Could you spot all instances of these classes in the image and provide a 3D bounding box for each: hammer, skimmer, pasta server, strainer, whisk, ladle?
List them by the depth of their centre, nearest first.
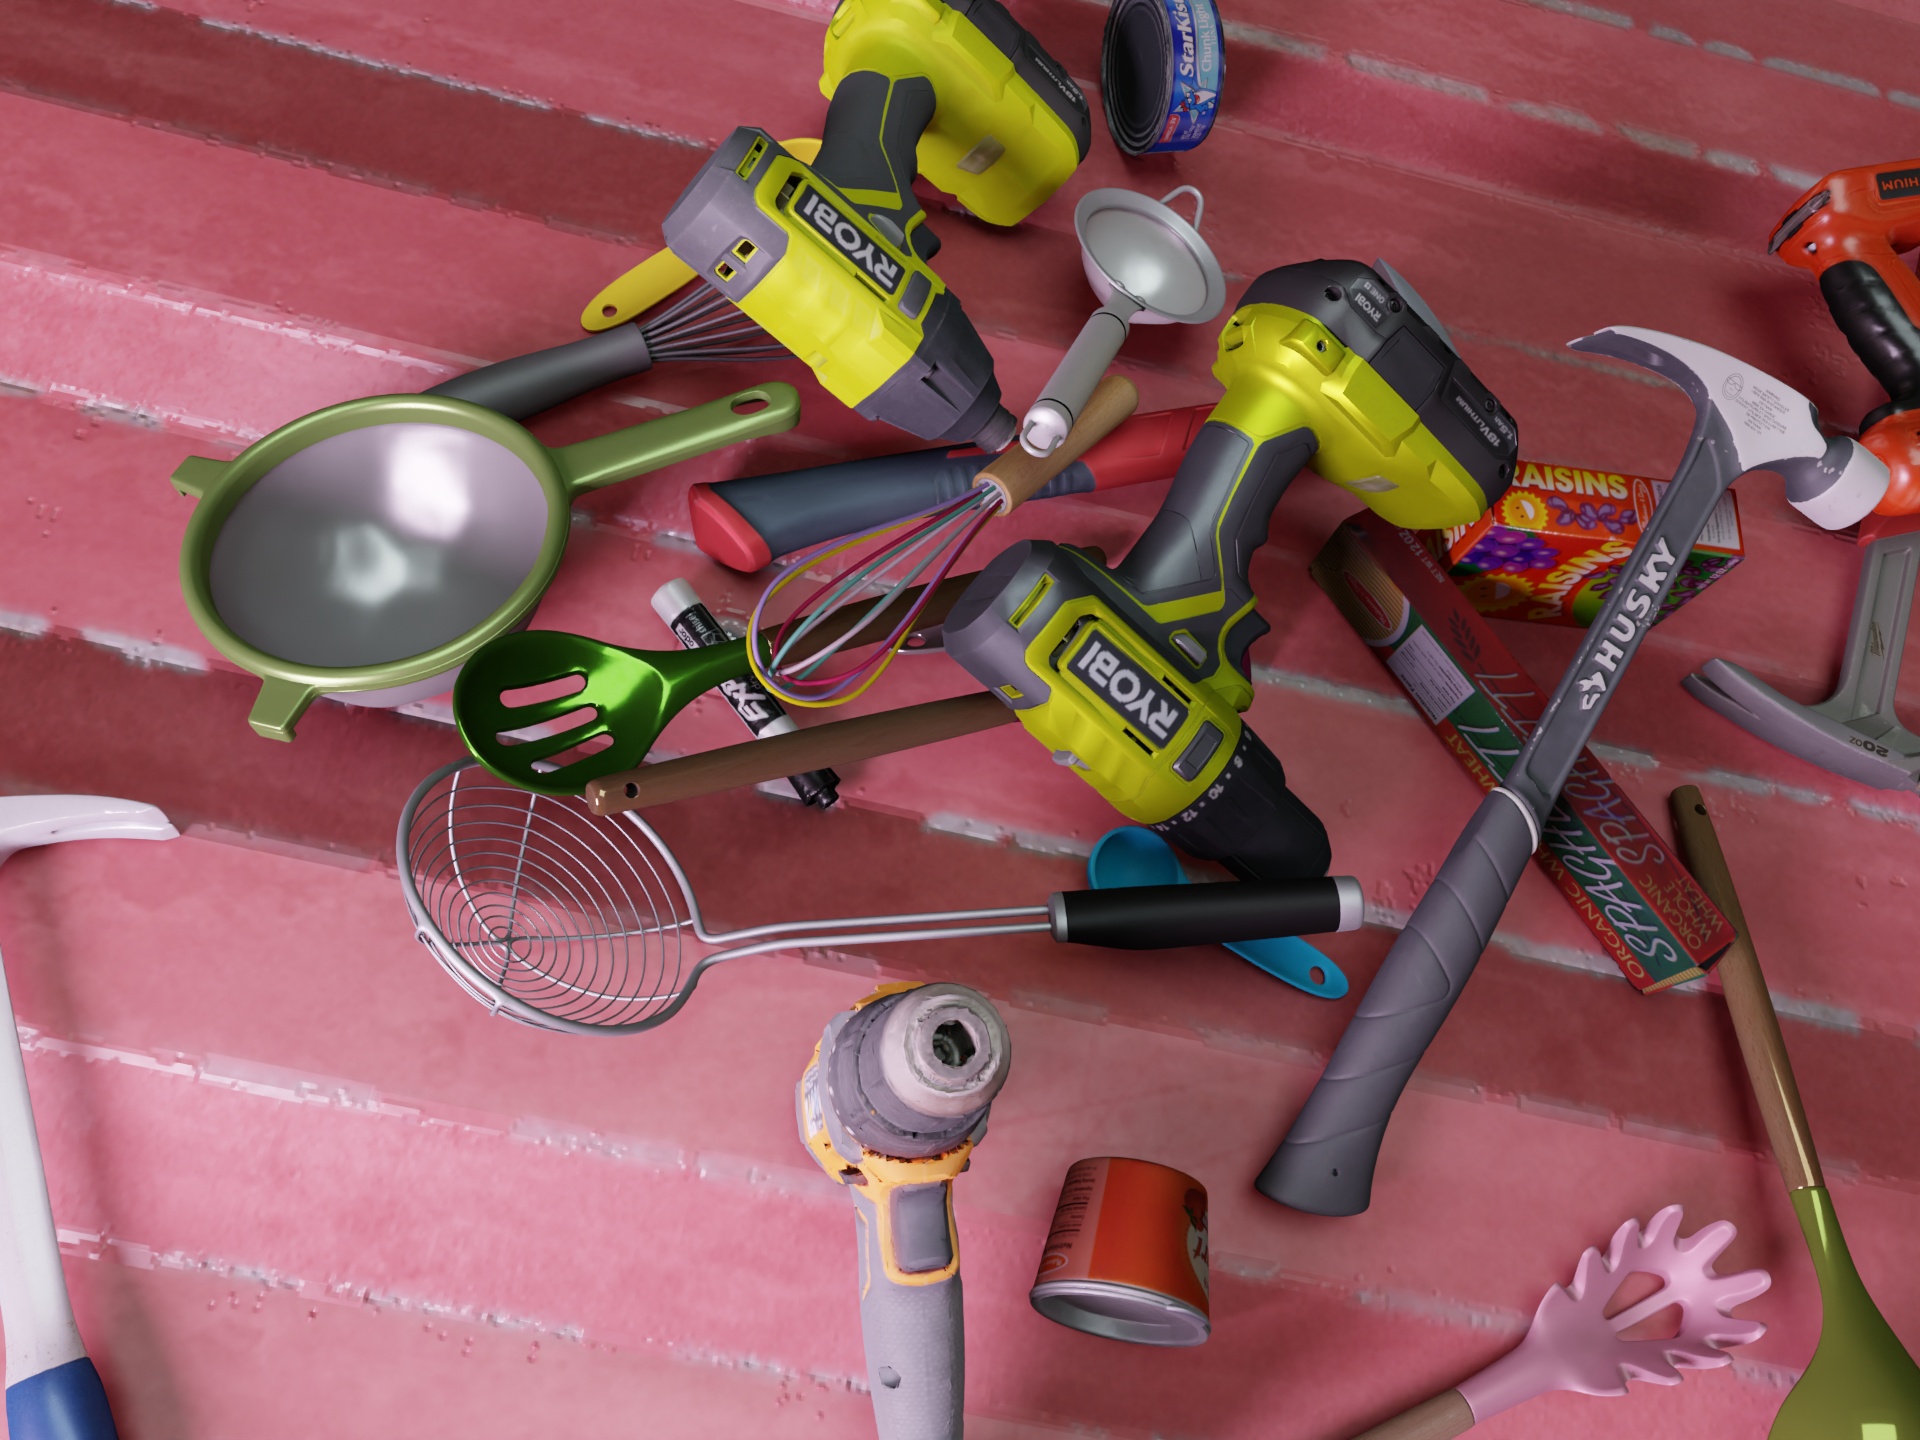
[{"bbox_3d":[-0.308,0.210,0.544,0.144,0.035,0.406,-18,71,-17],"label":"hammer"},{"bbox_3d":[0.171,0.271,0.604,0.316,0.040,0.060,-19,60,-16],"label":"pasta server"},{"bbox_3d":[-0.022,0.060,0.609,0.363,0.090,0.127,-3,40,-3],"label":"skimmer"},{"bbox_3d":[0.236,0.022,0.660,0.149,0.036,0.409,33,83,-10],"label":"hammer"},{"bbox_3d":[0.002,-0.080,0.666,0.047,0.051,0.245,33,54,22],"label":"whisk"},{"bbox_3d":[-0.184,-0.078,0.667,0.256,0.069,0.152,-22,59,-17],"label":"strainer"},{"bbox_3d":[0.346,0.178,0.681,0.078,0.062,0.320,4,60,-12],"label":"ladle"},{"bbox_3d":[0.067,-0.181,0.724,0.087,0.050,0.259,35,41,-6],"label":"strainer"},{"bbox_3d":[-0.147,-0.169,0.733,0.239,0.055,0.055,-23,73,-14],"label":"whisk"},{"bbox_3d":[0.062,-0.138,0.756,0.386,0.038,0.143,-11,62,-13],"label":"hammer"},{"bbox_3d":[0.488,-0.130,0.835,0.149,0.036,0.359,25,66,1],"label":"hammer"}]

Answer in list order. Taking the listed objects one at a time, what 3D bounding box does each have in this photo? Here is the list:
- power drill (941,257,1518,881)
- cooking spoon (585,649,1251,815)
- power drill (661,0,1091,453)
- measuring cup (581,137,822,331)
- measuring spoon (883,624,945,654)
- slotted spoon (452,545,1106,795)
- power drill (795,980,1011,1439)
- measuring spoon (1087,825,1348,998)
[{"bbox_3d":[0.127,-0.056,0.664,0.190,0.080,0.228,40,80,-16],"label":"power drill"},{"bbox_3d":[-0.001,-0.002,0.659,0.319,0.017,0.069,-13,97,-31],"label":"cooking spoon"},{"bbox_3d":[-0.021,-0.235,0.726,0.171,0.080,0.223,37,50,-22],"label":"power drill"},{"bbox_3d":[-0.116,-0.228,0.778,0.156,0.029,0.062,-35,76,-9],"label":"measuring cup"},{"bbox_3d":[0.026,-0.039,0.725,0.124,0.018,0.034,-8,44,-7],"label":"measuring spoon"},{"bbox_3d":[-0.060,-0.033,0.663,0.313,0.031,0.070,-18,75,-32],"label":"slotted spoon"},{"bbox_3d":[-0.009,0.199,0.524,0.084,0.185,0.226,-3,71,-13],"label":"power drill"},{"bbox_3d":[0.109,0.089,0.686,0.128,0.021,0.042,29,64,-7],"label":"measuring spoon"}]
